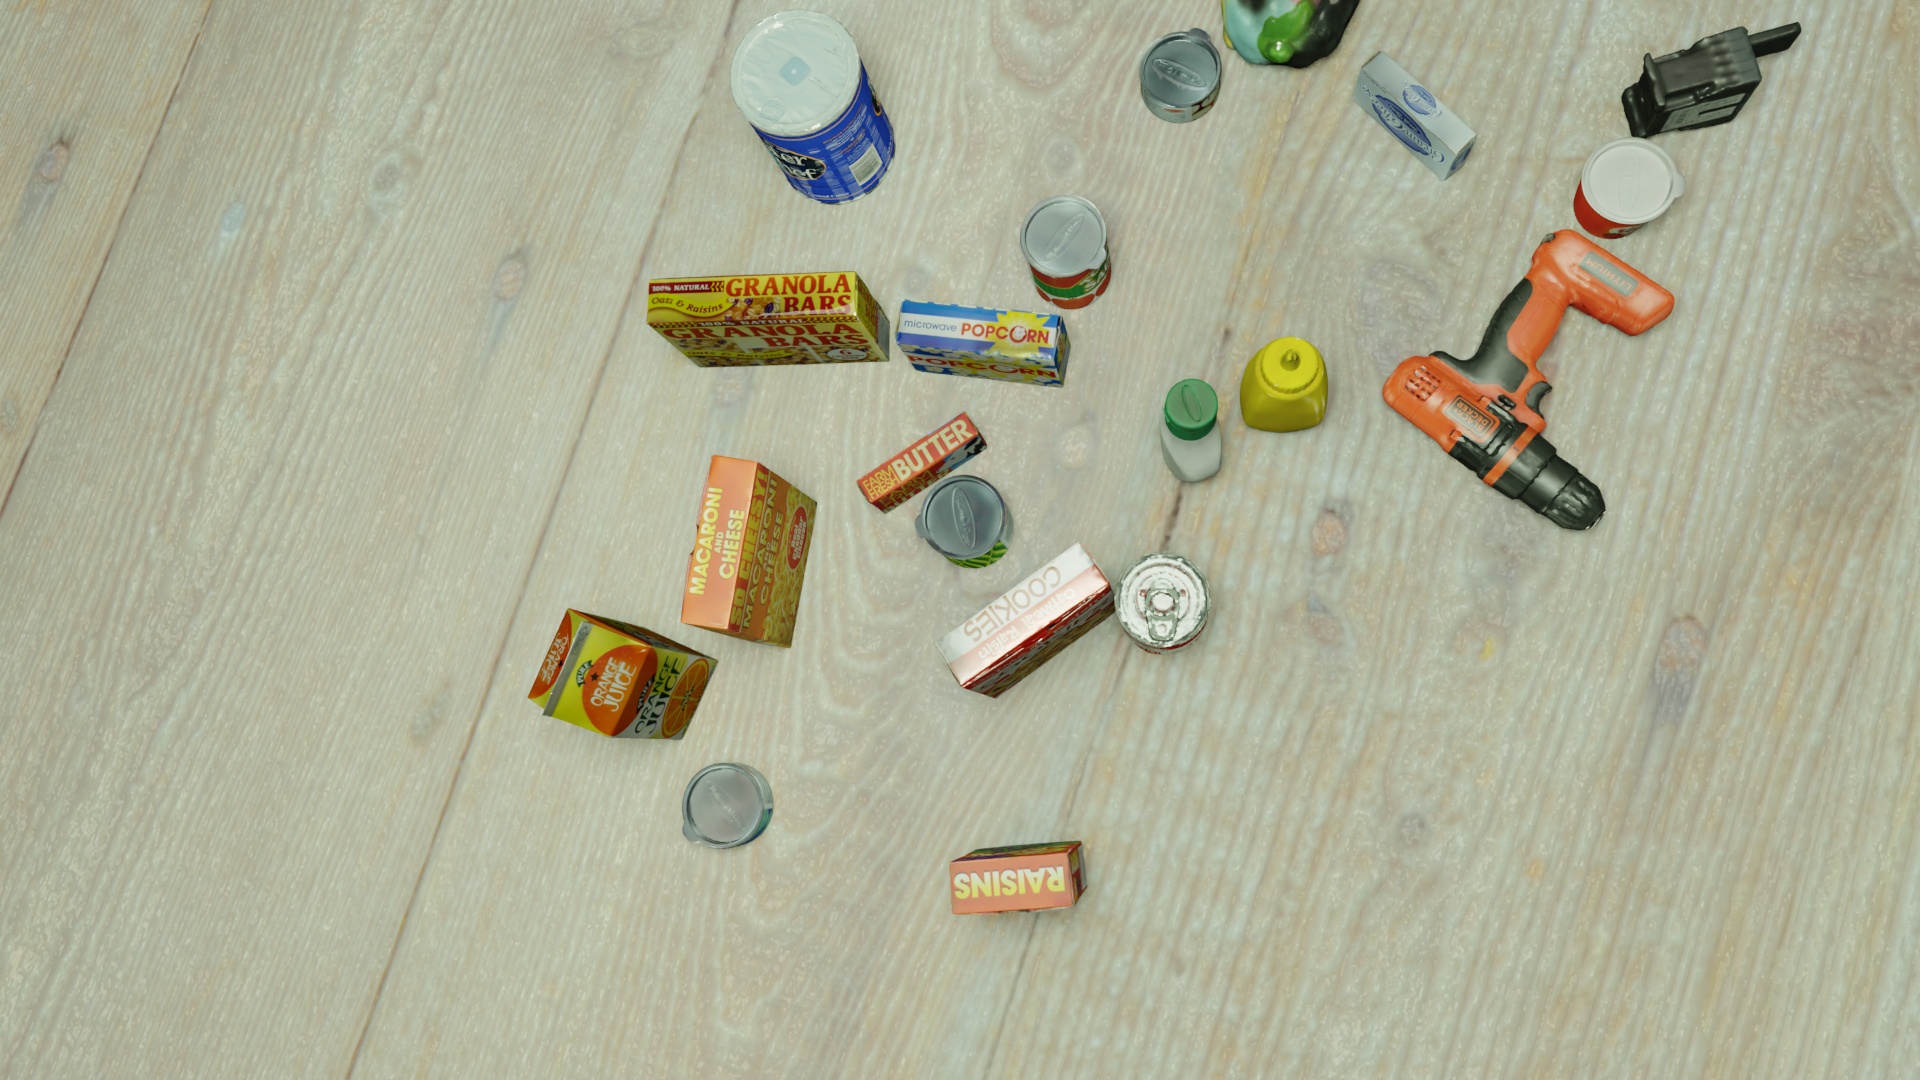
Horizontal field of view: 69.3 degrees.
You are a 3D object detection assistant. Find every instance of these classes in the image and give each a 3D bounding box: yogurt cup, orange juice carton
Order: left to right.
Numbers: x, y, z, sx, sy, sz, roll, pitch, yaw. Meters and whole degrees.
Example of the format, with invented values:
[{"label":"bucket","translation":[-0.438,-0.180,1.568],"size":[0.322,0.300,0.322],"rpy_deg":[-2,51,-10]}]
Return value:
[{"label":"orange juice carton","translation":[-0.257,0.102,1.039],"size":[0.073,0.192,0.072],"rpy_deg":[23,85,12]},{"label":"yogurt cup","translation":[0.501,-0.264,1.055],"size":[0.072,0.054,0.072],"rpy_deg":[-1,81,9]}]

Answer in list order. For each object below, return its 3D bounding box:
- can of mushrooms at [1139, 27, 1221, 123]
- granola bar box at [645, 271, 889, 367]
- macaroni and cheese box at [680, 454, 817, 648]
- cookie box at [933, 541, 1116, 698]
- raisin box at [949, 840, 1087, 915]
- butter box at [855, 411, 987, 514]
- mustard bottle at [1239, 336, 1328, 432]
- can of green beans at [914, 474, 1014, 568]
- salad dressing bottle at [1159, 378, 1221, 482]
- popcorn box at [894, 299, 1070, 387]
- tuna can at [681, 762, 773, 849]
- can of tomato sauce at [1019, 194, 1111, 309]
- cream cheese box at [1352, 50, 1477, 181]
[{"label":"can of mushrooms","translation":[0.181,-0.380,1.135],"size":[0.071,0.033,0.071],"rpy_deg":[-1,80,9]},{"label":"granola bar box","translation":[-0.149,-0.175,1.105],"size":[0.165,0.124,0.039],"rpy_deg":[-1,81,9]},{"label":"macaroni and cheese box","translation":[-0.158,0.013,1.052],"size":[0.040,0.166,0.124],"rpy_deg":[8,82,10]},{"label":"cookie box","translation":[0.054,0.063,1.011],"size":[0.123,0.167,0.040],"rpy_deg":[-36,78,2]},{"label":"raisin box","translation":[0.043,0.243,1.004],"size":[0.086,0.123,0.040],"rpy_deg":[-6,80,8]},{"label":"butter box","translation":[-0.030,-0.061,1.103],"size":[0.103,0.053,0.024],"rpy_deg":[-33,78,2]},{"label":"mustard bottle","translation":[0.239,-0.117,1.016],"size":[0.065,0.160,0.049],"rpy_deg":[0,81,9]},{"label":"can of green beans","translation":[0.006,-0.014,1.087],"size":[0.071,0.058,0.071],"rpy_deg":[-1,81,9]},{"label":"salad dressing bottle","translation":[0.170,-0.083,1.027],"size":[0.044,0.147,0.064],"rpy_deg":[-19,79,6]},{"label":"popcorn box","translation":[0.019,-0.155,1.095],"size":[0.127,0.085,0.038],"rpy_deg":[7,82,10]},{"label":"tuna can","translation":[-0.184,0.210,1.092],"size":[0.071,0.033,0.071],"rpy_deg":[-1,80,9]},{"label":"can of tomato sauce","translation":[0.086,-0.225,1.098],"size":[0.071,0.083,0.071],"rpy_deg":[-1,81,9]},{"label":"cream cheese box","translation":[0.355,-0.332,1.089],"size":[0.024,0.053,0.104],"rpy_deg":[-42,77,1]}]
